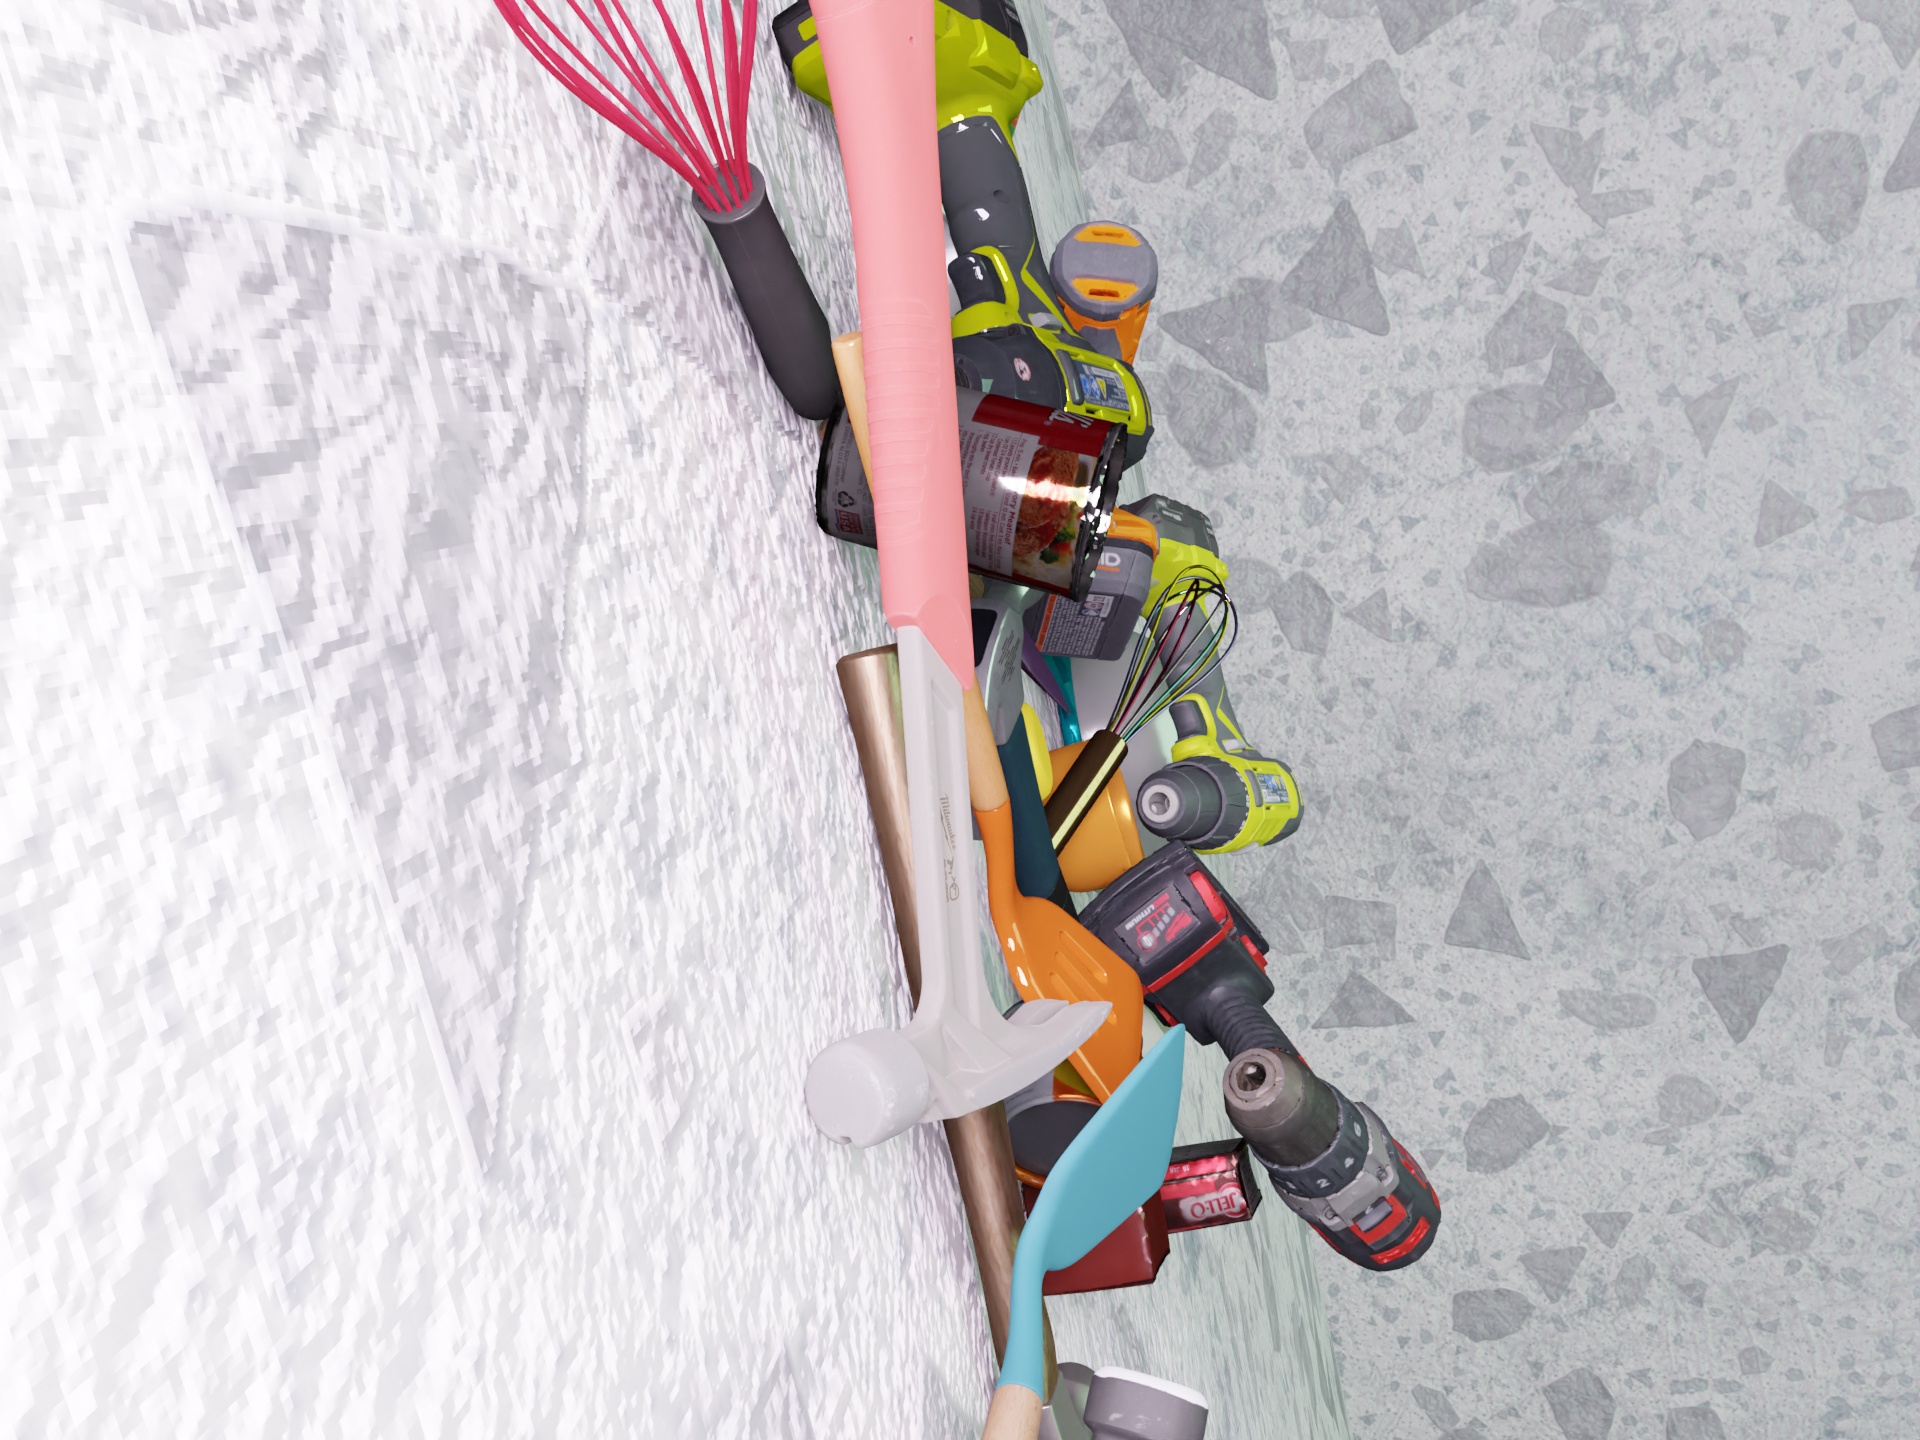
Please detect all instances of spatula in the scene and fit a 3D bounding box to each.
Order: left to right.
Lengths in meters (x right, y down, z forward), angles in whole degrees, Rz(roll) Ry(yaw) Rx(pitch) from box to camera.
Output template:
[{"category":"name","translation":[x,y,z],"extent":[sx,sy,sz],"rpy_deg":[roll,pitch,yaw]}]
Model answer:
[{"category":"spatula","translation":[0.000,-0.069,0.763],"extent":[0.060,0.018,0.315],"rpy_deg":[63,9,24]},{"category":"spatula","translation":[0.014,0.009,0.593],"extent":[0.081,0.041,0.322],"rpy_deg":[-69,147,-55]},{"category":"spatula","translation":[0.022,0.220,0.459],"extent":[0.318,0.044,0.082],"rpy_deg":[-67,162,-53]}]

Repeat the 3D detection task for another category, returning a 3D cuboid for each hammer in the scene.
[{"category":"hammer","translation":[-0.007,-0.059,0.506],"extent":[0.149,0.037,0.359],"rpy_deg":[-8,94,-59]},{"category":"hammer","translation":[0.002,0.135,0.583],"extent":[0.130,0.031,0.331],"rpy_deg":[-20,98,-79]},{"category":"hammer","translation":[0.040,0.083,0.753],"extent":[0.128,0.033,0.330],"rpy_deg":[-65,150,-42]},{"category":"hammer","translation":[0.049,0.296,0.518],"extent":[0.336,0.034,0.127],"rpy_deg":[77,28,-61]}]

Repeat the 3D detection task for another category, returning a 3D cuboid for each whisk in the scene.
[{"category":"whisk","translation":[-0.074,-0.169,0.469],"extent":[0.295,0.073,0.073],"rpy_deg":[65,16,-69]},{"category":"whisk","translation":[0.091,-0.005,0.889],"extent":[0.245,0.051,0.047],"rpy_deg":[-53,148,-33]}]

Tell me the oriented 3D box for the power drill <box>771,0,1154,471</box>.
[{"category":"power drill","translation":[0.003,-0.215,0.698],"extent":[0.171,0.080,0.223],"rpy_deg":[-10,80,-61]}]

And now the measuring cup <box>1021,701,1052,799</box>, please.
[{"category":"measuring cup","translation":[0.029,-0.020,0.864],"extent":[0.062,0.029,0.157],"rpy_deg":[66,17,-47]}]

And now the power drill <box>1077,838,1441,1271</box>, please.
[{"category":"power drill","translation":[0.145,0.163,0.818],"extent":[0.187,0.080,0.227],"rpy_deg":[47,6,-41]}]

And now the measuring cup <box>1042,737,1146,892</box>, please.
[{"category":"measuring cup","translation":[0.084,0.084,0.957],"extent":[0.173,0.052,0.095],"rpy_deg":[65,15,-44]}]

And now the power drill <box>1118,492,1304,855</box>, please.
[{"category":"power drill","translation":[0.139,-0.023,1.023],"extent":[0.190,0.080,0.229],"rpy_deg":[6,65,-61]}]

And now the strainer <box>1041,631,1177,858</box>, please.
[{"category":"strainer","translation":[0.122,-0.008,1.139],"extent":[0.340,0.095,0.211],"rpy_deg":[56,25,-65]}]

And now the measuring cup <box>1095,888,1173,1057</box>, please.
[{"category":"measuring cup","translation":[0.085,0.136,0.994],"extent":[0.167,0.038,0.083],"rpy_deg":[62,15,6]}]

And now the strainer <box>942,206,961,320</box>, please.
[{"category":"strainer","translation":[-0.028,-0.192,0.744],"extent":[0.086,0.050,0.259],"rpy_deg":[51,28,-22]}]

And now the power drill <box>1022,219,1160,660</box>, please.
[{"category":"power drill","translation":[0.071,-0.155,0.944],"extent":[0.164,0.084,0.227],"rpy_deg":[99,-4,-72]}]
